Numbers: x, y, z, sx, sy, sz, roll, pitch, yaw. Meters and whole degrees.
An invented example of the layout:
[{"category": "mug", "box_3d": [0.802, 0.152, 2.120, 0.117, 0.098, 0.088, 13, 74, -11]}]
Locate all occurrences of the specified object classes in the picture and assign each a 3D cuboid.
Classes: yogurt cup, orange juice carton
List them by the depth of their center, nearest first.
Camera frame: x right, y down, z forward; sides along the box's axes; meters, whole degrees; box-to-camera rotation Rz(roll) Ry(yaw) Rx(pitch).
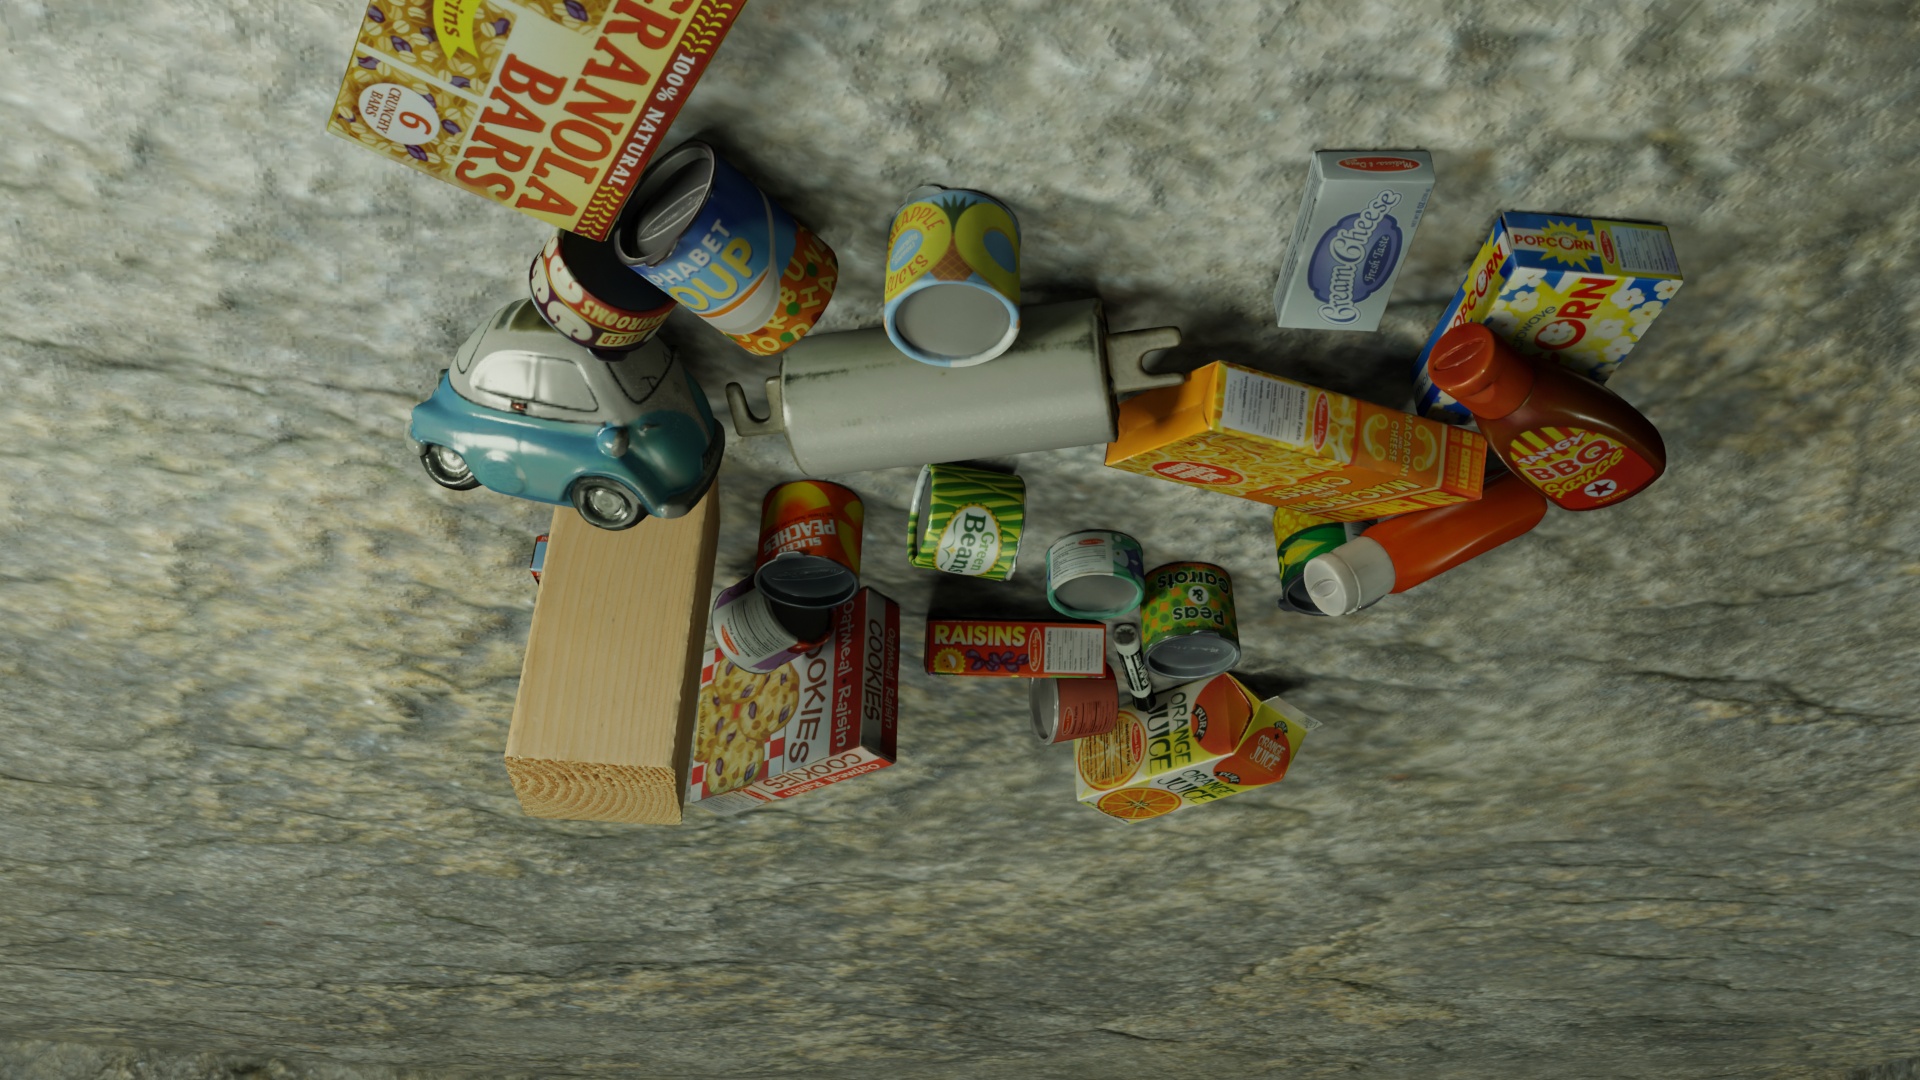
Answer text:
[{"category": "yogurt cup", "box_3d": [0.087, 0.121, 1.060, 0.054, 0.073, 0.072, -1, 149, -13]}, {"category": "orange juice carton", "box_3d": [0.188, 0.164, 1.116, 0.192, 0.073, 0.071, -25, 140, 33]}]

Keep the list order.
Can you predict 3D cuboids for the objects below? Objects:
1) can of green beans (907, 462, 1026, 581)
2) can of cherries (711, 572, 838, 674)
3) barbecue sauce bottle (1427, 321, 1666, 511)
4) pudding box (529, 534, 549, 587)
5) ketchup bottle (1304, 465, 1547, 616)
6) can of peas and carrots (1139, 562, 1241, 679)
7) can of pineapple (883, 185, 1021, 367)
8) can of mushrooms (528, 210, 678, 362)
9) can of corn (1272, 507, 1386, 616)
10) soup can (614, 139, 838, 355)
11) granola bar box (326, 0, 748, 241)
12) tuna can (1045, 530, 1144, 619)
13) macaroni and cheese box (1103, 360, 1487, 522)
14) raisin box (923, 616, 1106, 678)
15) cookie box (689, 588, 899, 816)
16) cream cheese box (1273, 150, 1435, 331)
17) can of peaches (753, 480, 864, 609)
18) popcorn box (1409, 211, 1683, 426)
[{"category": "can of green beans", "box_3d": [0.003, -0.012, 0.846, 0.058, 0.071, 0.071, 9, 147, -13]}, {"category": "can of cherries", "box_3d": [-0.125, 0.050, 0.950, 0.071, 0.072, 0.058, 28, 138, -36]}, {"category": "barbecue sauce bottle", "box_3d": [0.295, -0.063, 0.708, 0.148, 0.044, 0.064, 25, 142, -33]}, {"category": "pudding box", "box_3d": [-0.240, 0.020, 0.933, 0.084, 0.030, 0.049, 1, 147, -1]}, {"category": "ketchup bottle", "box_3d": [0.273, 0.002, 0.821, 0.149, 0.043, 0.064, -23, 171, -21]}, {"category": "can of peas and carrots", "box_3d": [0.157, 0.054, 0.957, 0.071, 0.059, 0.070, 0, 147, 0]}, {"category": "can of pineapple", "box_3d": [-0.005, -0.127, 0.671, 0.071, 0.058, 0.070, 1, 148, 0]}, {"category": "can of mushrooms", "box_3d": [-0.169, -0.124, 0.667, 0.071, 0.071, 0.033, 21, 140, -29]}, {"category": "can of corn", "box_3d": [0.232, 0.008, 0.882, 0.071, 0.058, 0.070, 0, 148, 0]}, {"category": "soup can", "box_3d": [-0.109, -0.133, 0.650, 0.071, 0.071, 0.083, -22, 141, 31]}, {"category": "granola bar box", "box_3d": [-0.173, -0.205, 0.567, 0.124, 0.039, 0.164, 19, 144, -27]}, {"category": "tuna can", "box_3d": [0.092, 0.025, 0.935, 0.071, 0.033, 0.070, 1, 147, 0]}, {"category": "macaroni and cheese box", "box_3d": [0.182, -0.051, 0.767, 0.166, 0.040, 0.123, 12, 171, -18]}, {"category": "raisin box", "box_3d": [0.036, 0.075, 0.976, 0.123, 0.040, 0.086, 2, 180, -2]}, {"category": "cookie box", "box_3d": [-0.118, 0.118, 1.000, 0.167, 0.123, 0.040, -22, 142, 31]}, {"category": "cream cheese box", "box_3d": [0.188, -0.144, 0.674, 0.053, 0.024, 0.103, 2, 148, 1]}, {"category": "can of peaches", "box_3d": [-0.095, 0.002, 0.877, 0.071, 0.058, 0.071, 1, 147, 1]}, {"category": "popcorn box", "box_3d": [0.296, -0.108, 0.715, 0.085, 0.038, 0.126, 4, 148, -4]}]
